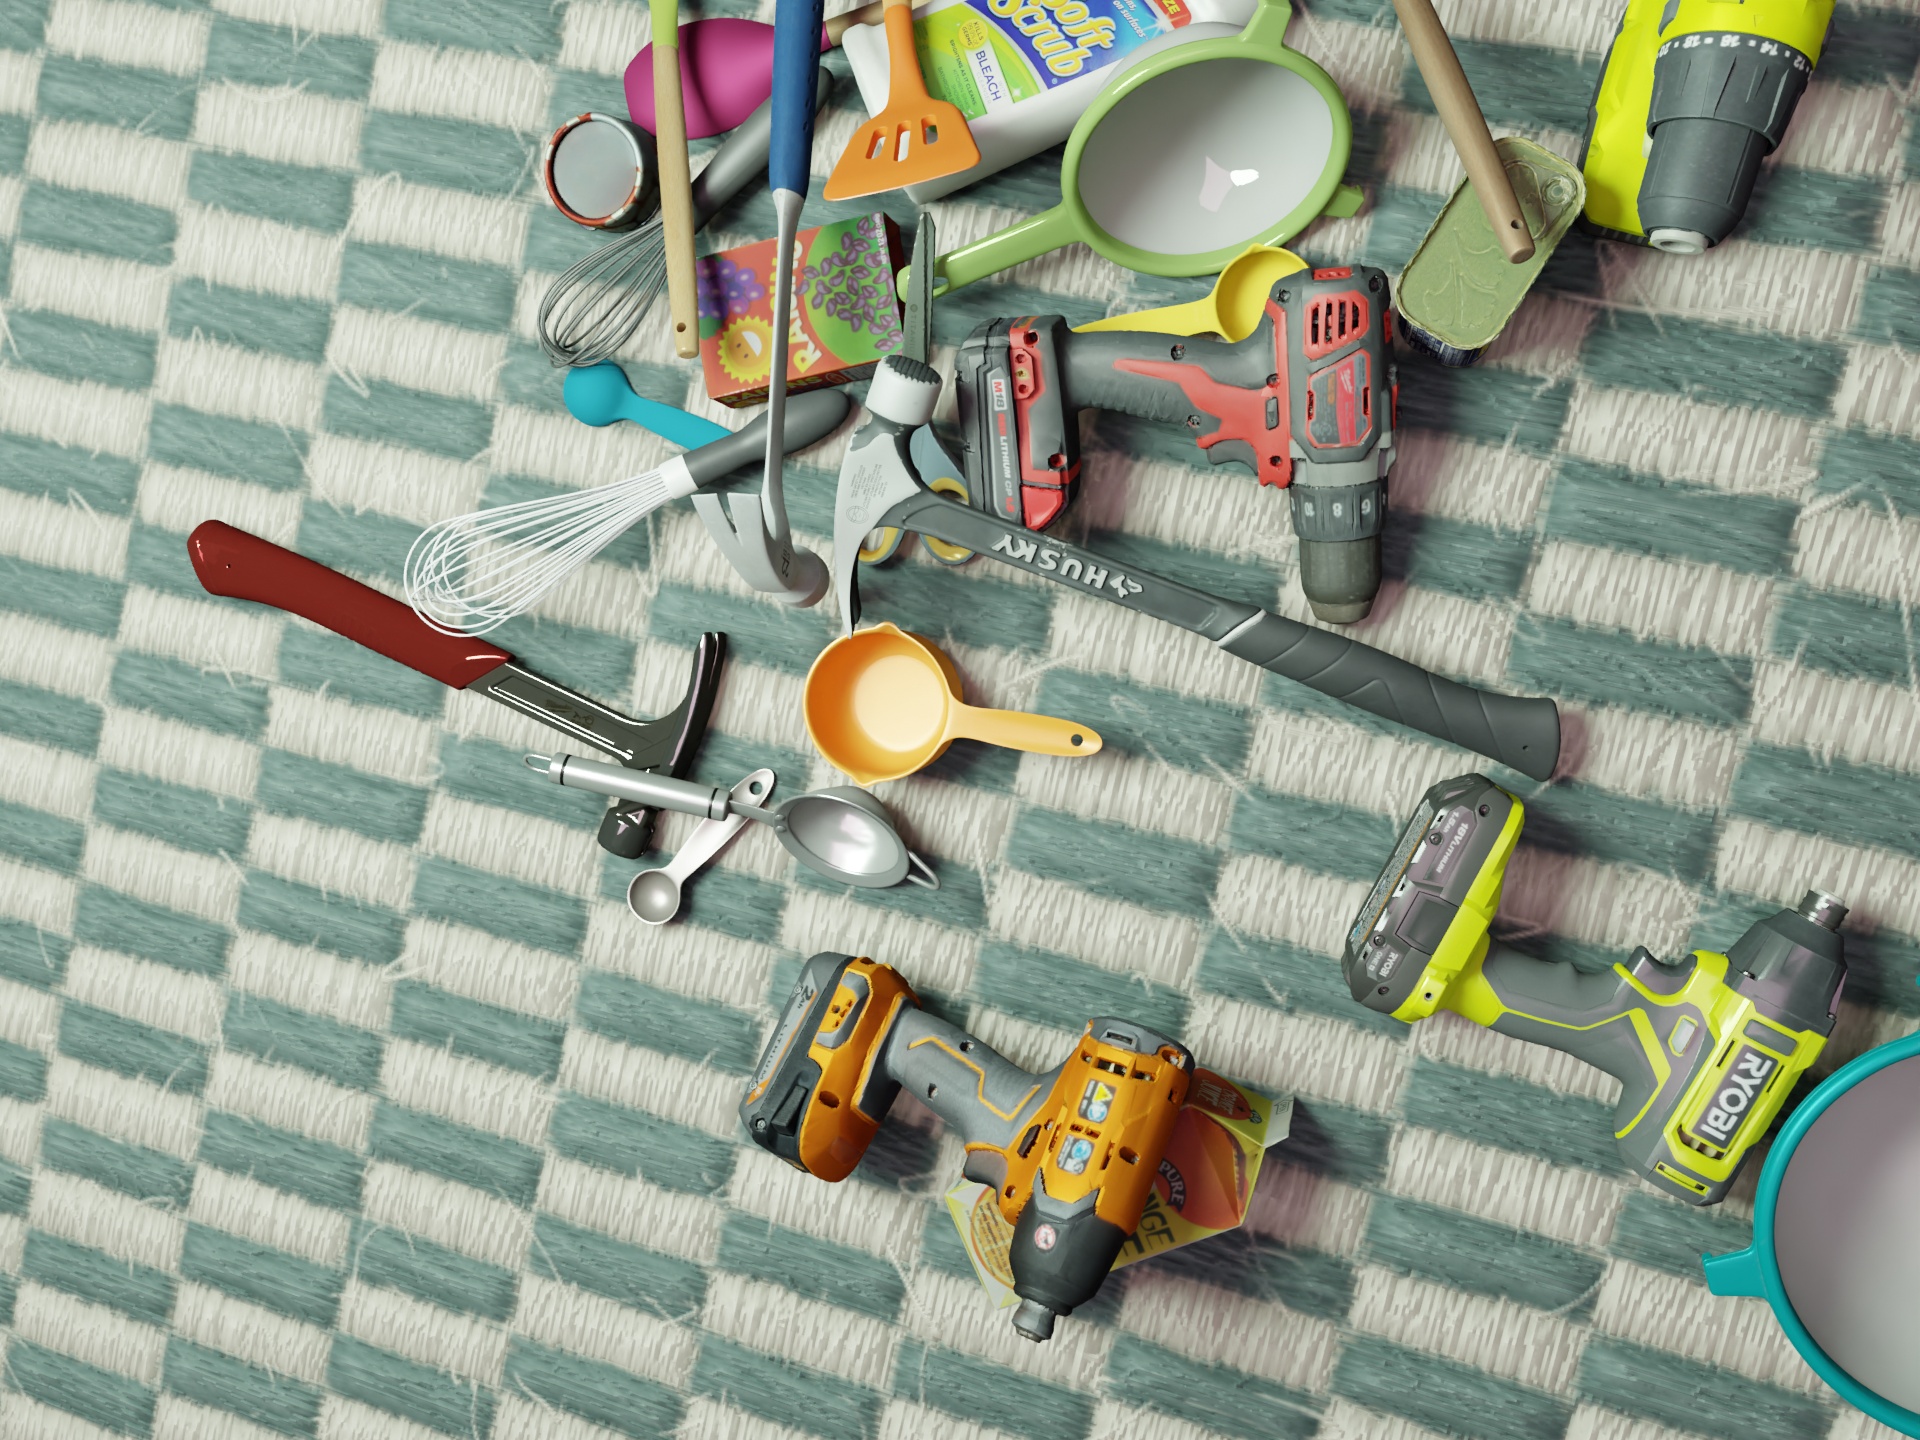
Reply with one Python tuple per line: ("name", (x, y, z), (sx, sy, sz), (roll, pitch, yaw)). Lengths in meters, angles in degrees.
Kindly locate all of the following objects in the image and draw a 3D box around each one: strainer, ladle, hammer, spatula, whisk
("strainer", (0.550, 0.273, 0.772), (0.340, 0.095, 0.211), (32, 103, 8))
("ladle", (-0.171, -0.361, 0.901), (0.078, 0.062, 0.320), (-9, 79, 17))
("hammer", (-0.325, -0.053, 0.996), (0.359, 0.036, 0.149), (24, 98, 11))
("spatula", (0.226, -0.358, 0.799), (0.060, 0.018, 0.316), (-14, 68, 1))
("strainer", (-0.133, 0.049, 0.934), (0.258, 0.086, 0.050), (13, 52, 3))
("whisk", (-0.163, -0.296, 0.938), (0.239, 0.055, 0.055), (-42, 83, 10))
("hammer", (-0.093, -0.272, 0.852), (0.035, 0.144, 0.405), (2, 84, 10))
("whisk", (-0.195, -0.131, 0.934), (0.284, 0.070, 0.070), (-25, 87, 0))
("hammer", (0.126, -0.051, 0.837), (0.409, 0.036, 0.149), (21, 118, -3))
("spatula", (-0.037, -0.401, 0.846), (0.081, 0.041, 0.323), (-9, 68, 12))
("strainer", (0.078, -0.296, 0.856), (0.256, 0.151, 0.069), (-17, 58, 22))

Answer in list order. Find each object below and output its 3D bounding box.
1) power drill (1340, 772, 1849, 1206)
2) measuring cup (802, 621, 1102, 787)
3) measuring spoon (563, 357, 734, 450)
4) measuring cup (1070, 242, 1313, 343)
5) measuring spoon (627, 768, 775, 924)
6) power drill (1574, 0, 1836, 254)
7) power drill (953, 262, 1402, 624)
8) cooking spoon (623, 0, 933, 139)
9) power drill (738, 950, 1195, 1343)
("power drill", (0.330, 0.126, 0.828), (0.223, 0.080, 0.171), (27, 100, 7))
("measuring cup", (-0.001, -0.003, 0.913), (0.173, 0.052, 0.095), (10, 95, 11))
("measuring spoon", (-0.187, -0.184, 0.961), (0.128, 0.021, 0.042), (24, 98, 12))
("measuring cup", (0.124, -0.222, 0.886), (0.156, 0.029, 0.062), (-7, 101, 26))
("measuring spoon", (-0.156, 0.076, 0.976), (0.034, 0.018, 0.124), (44, 95, 8))
("power drill", (0.338, -0.291, 0.721), (0.080, 0.228, 0.190), (16, 97, 12))
("power drill", (0.120, -0.140, 0.854), (0.227, 0.080, 0.187), (-2, 111, 13))
("cooking spoon", (-0.052, -0.405, 0.918), (0.319, 0.017, 0.069), (-12, 90, 15))
("power drill", (-0.003, 0.222, 0.855), (0.226, 0.084, 0.164), (11, 64, 31))
